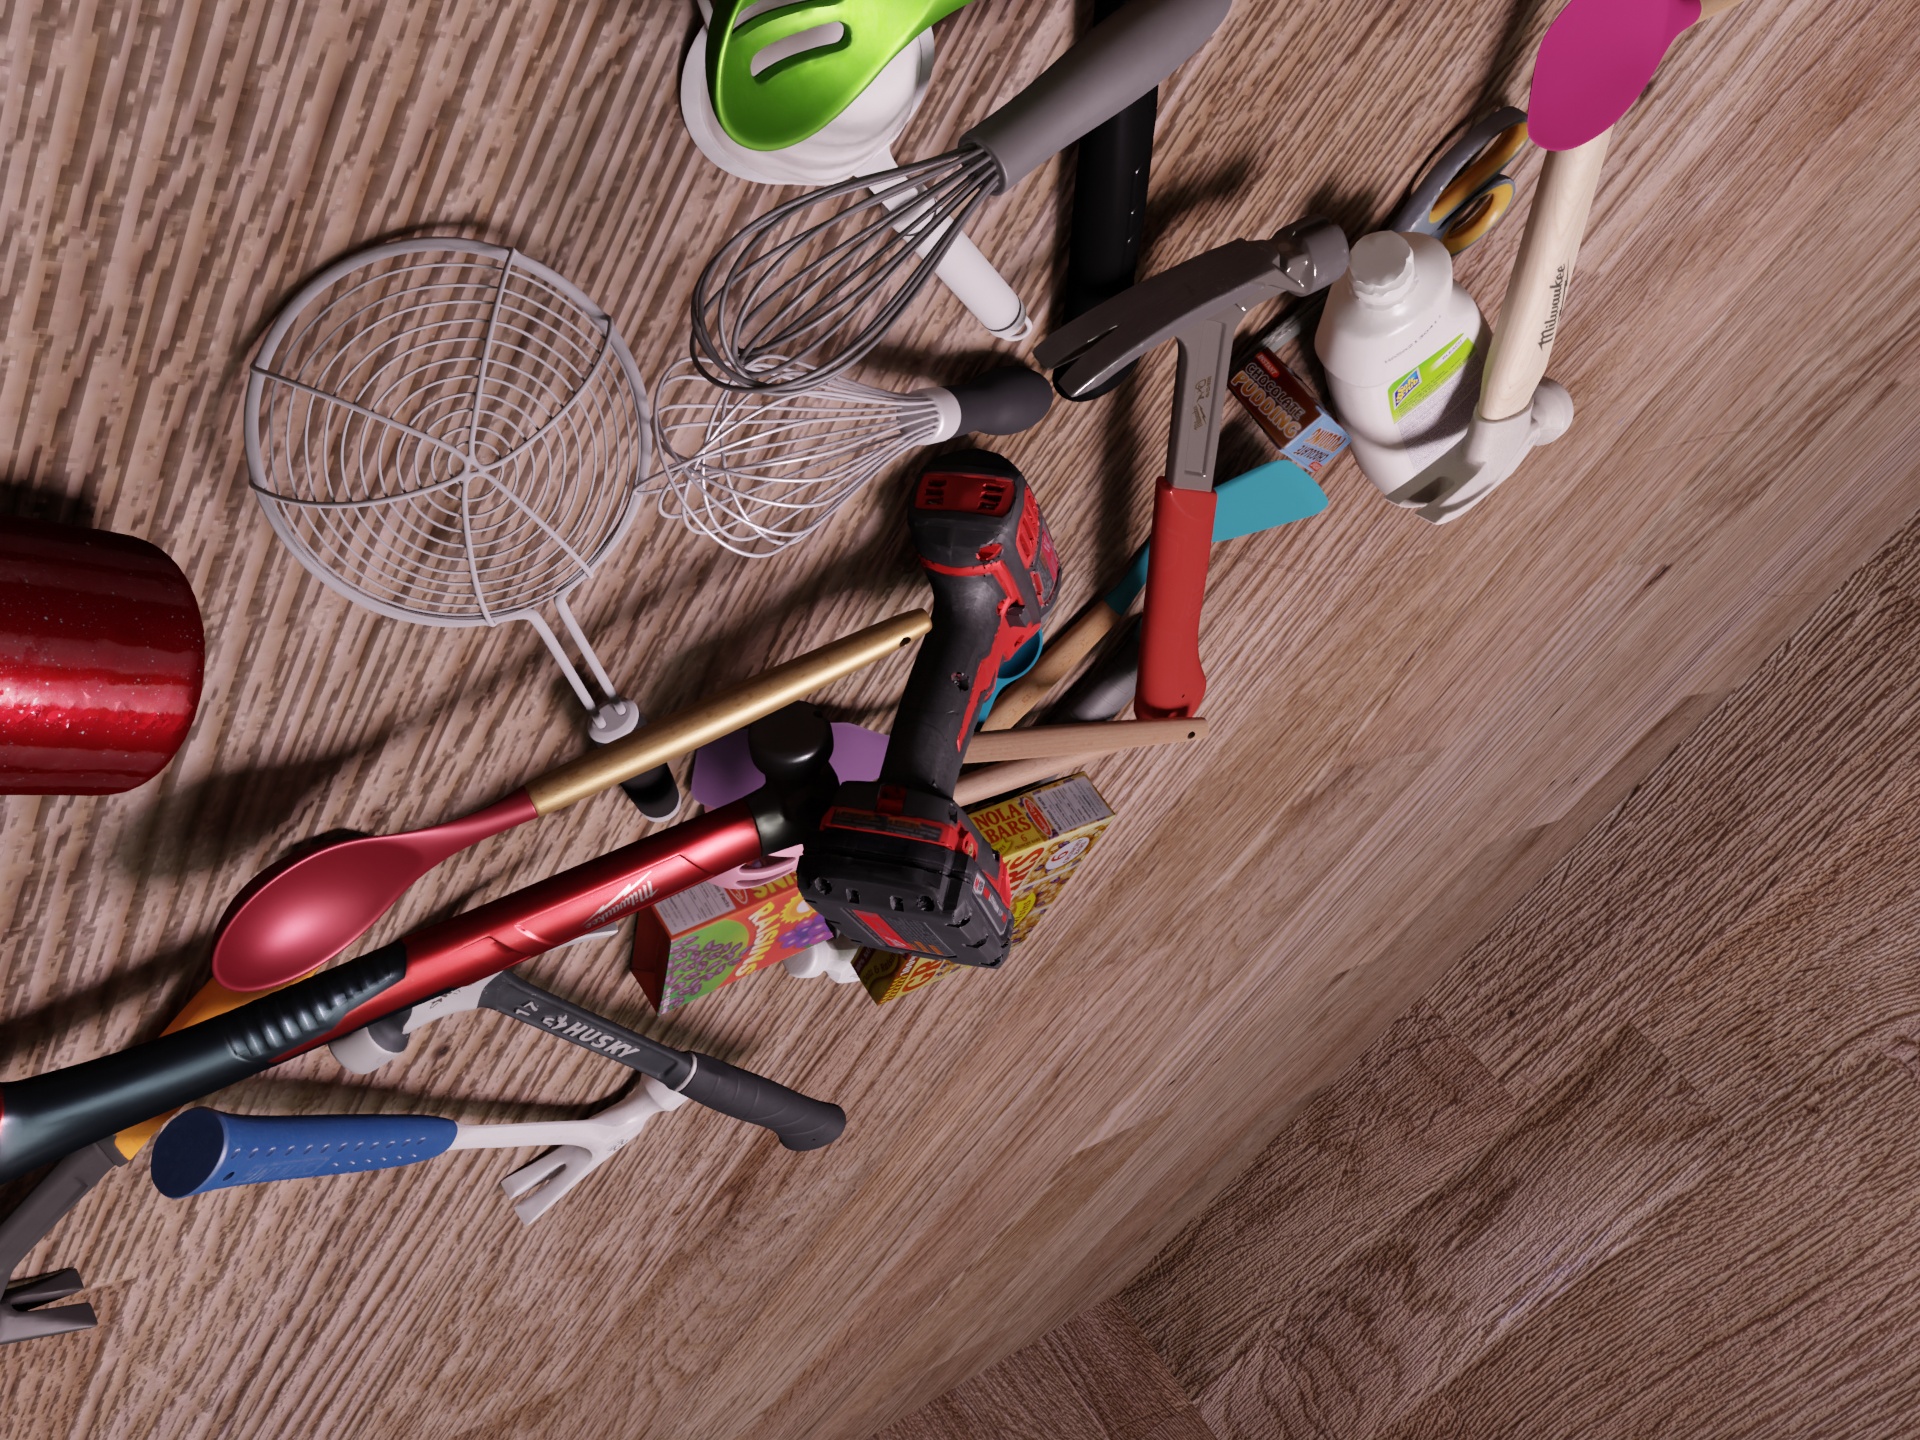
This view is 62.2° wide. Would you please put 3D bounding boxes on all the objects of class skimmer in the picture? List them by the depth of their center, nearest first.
[{"bbox_3d":[-0.164,-0.045,0.638,0.127,0.090,0.363,-29,163,-10],"label":"skimmer"}]

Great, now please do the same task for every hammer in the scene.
[{"bbox_3d":[0.057,-0.245,0.597,0.146,0.035,0.334,-31,153,-18],"label":"hammer"},{"bbox_3d":[-0.227,0.115,0.700,0.386,0.038,0.143,-23,139,-18],"label":"hammer"},{"bbox_3d":[-0.365,0.175,0.724,0.337,0.034,0.127,-45,153,11],"label":"hammer"},{"bbox_3d":[0.288,-0.281,0.736,0.146,0.038,0.410,-35,144,-34],"label":"hammer"},{"bbox_3d":[0.107,-0.093,0.822,0.149,0.037,0.358,-29,152,-14],"label":"hammer"},{"bbox_3d":[-0.286,0.235,0.879,0.144,0.035,0.405,-40,160,4],"label":"hammer"},{"bbox_3d":[-0.168,0.196,0.925,0.149,0.036,0.408,-31,147,8],"label":"hammer"},{"bbox_3d":[0.026,0.055,1.040,0.331,0.033,0.128,-47,152,16],"label":"hammer"}]

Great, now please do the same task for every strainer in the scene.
[{"bbox_3d":[-0.020,-0.190,0.580,0.087,0.050,0.258,-29,160,16],"label":"strainer"}]

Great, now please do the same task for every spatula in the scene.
[{"bbox_3d":[0.004,0.017,0.882,0.315,0.018,0.059,-5,129,-26],"label":"spatula"},{"bbox_3d":[0.077,-0.042,0.939,0.317,0.044,0.082,-44,150,14],"label":"spatula"}]

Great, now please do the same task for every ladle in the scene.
[{"bbox_3d":[-0.150,0.022,0.648,0.315,0.031,0.069,-26,152,-16],"label":"ladle"}]

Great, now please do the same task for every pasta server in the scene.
[{"bbox_3d":[-0.017,0.040,0.932,0.316,0.040,0.060,-17,147,-32],"label":"pasta server"}]

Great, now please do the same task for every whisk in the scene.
[{"bbox_3d":[0.006,-0.183,0.522,0.239,0.055,0.055,-42,156,-17],"label":"whisk"},{"bbox_3d":[-0.028,-0.116,0.618,0.070,0.070,0.284,-55,168,29],"label":"whisk"}]

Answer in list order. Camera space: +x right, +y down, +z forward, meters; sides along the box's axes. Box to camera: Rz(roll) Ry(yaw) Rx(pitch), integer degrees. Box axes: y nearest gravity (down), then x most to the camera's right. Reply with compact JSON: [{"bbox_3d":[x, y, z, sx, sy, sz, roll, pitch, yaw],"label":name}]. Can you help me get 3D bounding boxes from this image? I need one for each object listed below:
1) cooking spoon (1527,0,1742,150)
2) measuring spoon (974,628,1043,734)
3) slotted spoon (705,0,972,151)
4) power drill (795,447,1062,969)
[{"bbox_3d":[0.334,-0.323,0.709,0.319,0.017,0.068,-34,137,-32],"label":"cooking spoon"},{"bbox_3d":[0.003,-0.008,0.894,0.042,0.021,0.128,20,105,-36],"label":"measuring spoon"},{"bbox_3d":[0.047,-0.249,0.505,0.314,0.031,0.070,-29,153,-27],"label":"slotted spoon"},{"bbox_3d":[-0.001,-0.002,0.755,0.143,0.078,0.220,59,41,-65],"label":"power drill"}]
